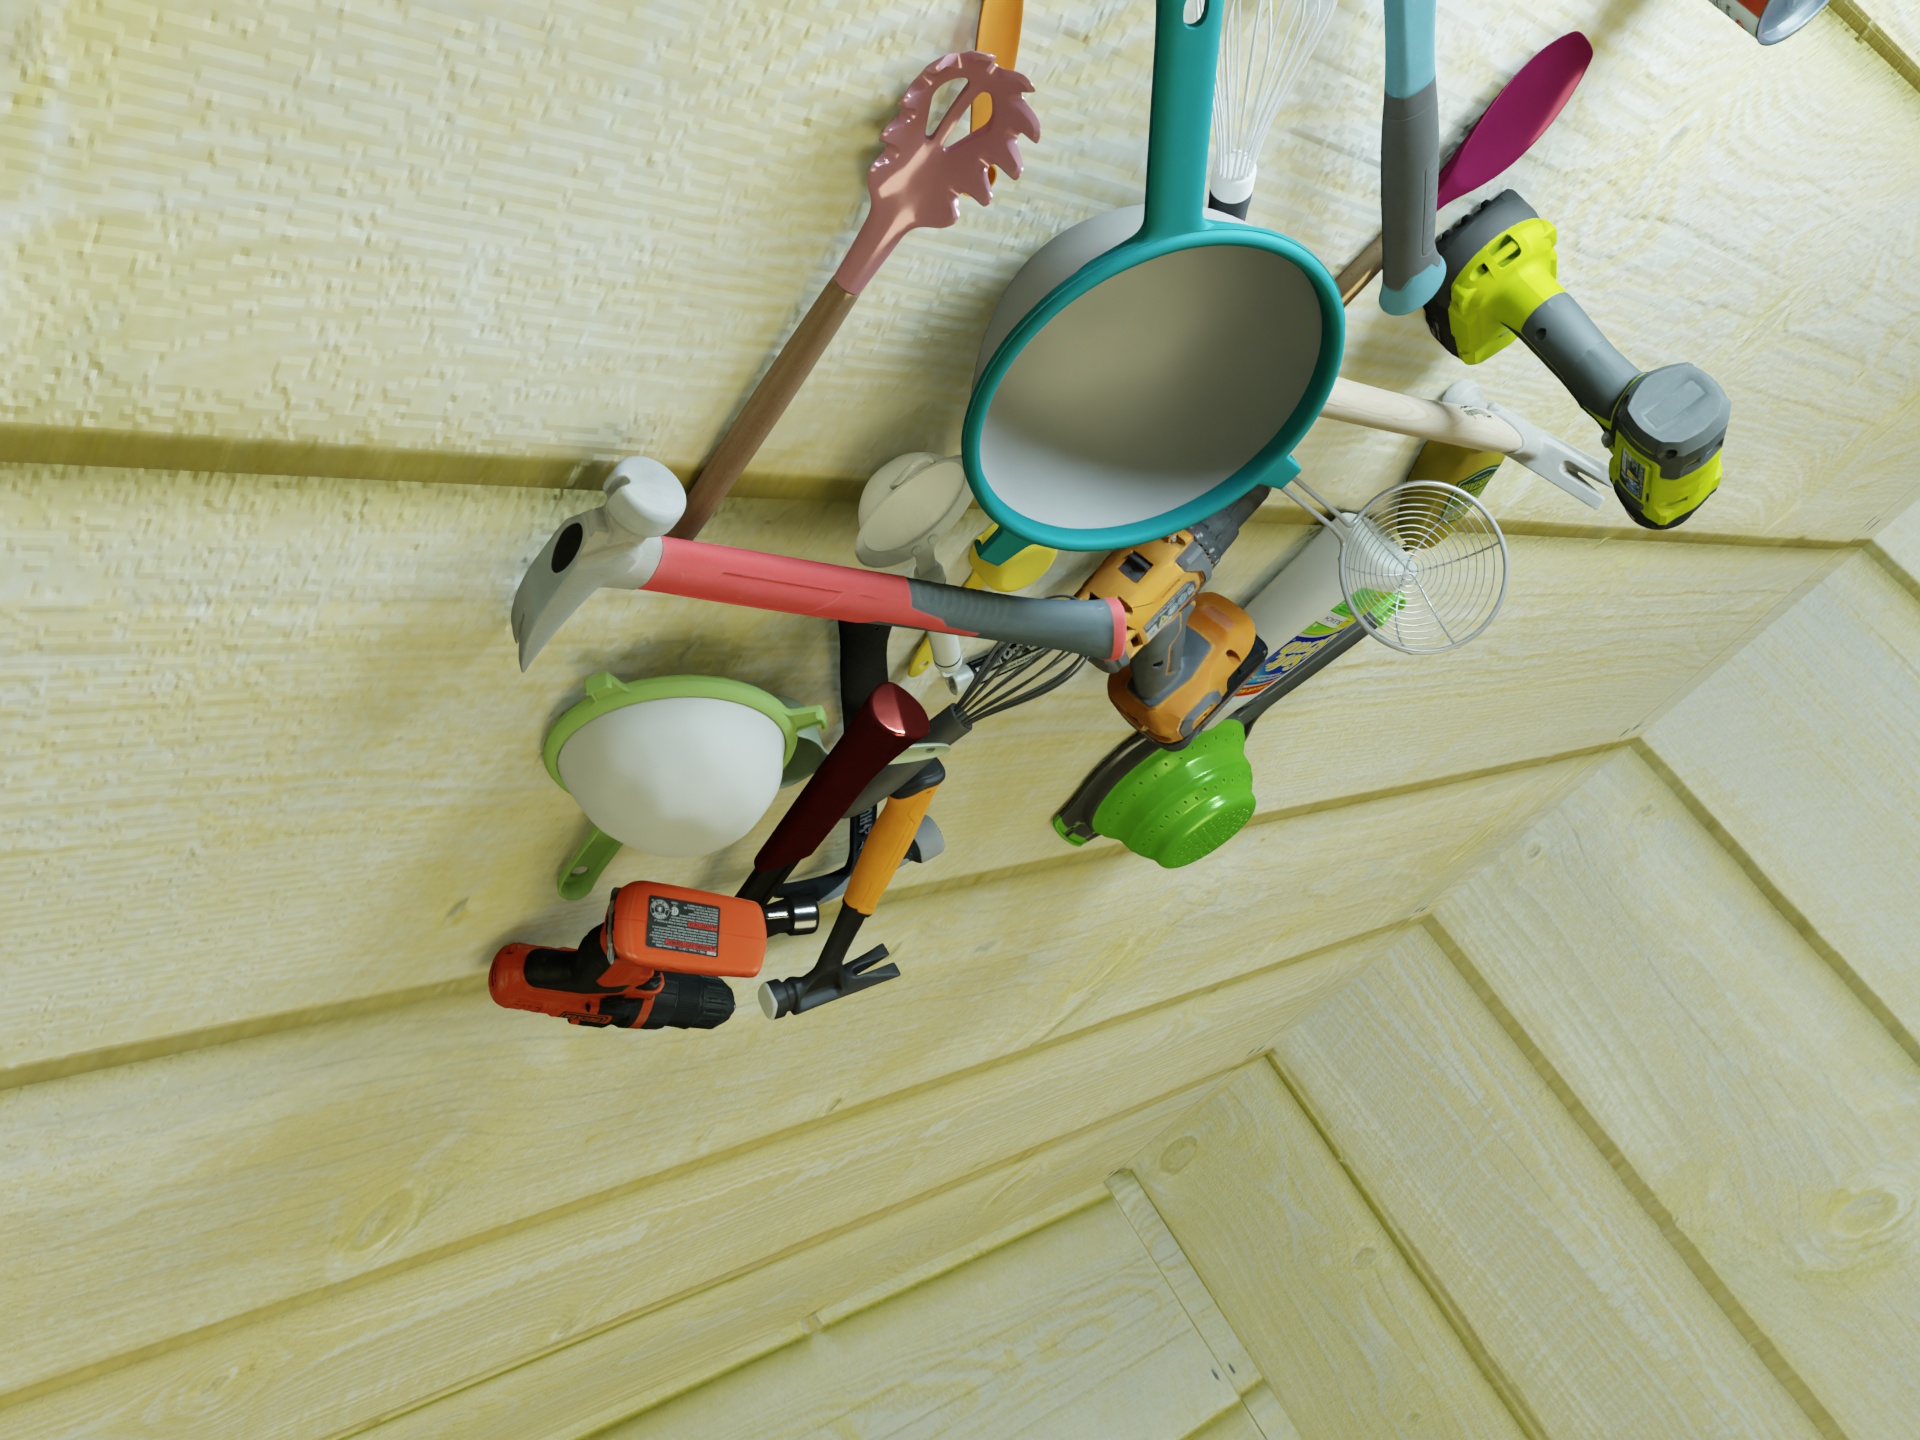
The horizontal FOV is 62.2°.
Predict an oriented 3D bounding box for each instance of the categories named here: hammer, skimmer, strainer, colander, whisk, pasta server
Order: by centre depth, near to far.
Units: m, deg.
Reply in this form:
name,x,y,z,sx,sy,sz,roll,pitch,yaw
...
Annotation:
name,x,y,z,sx,sy,sz,roll,pitch,yaw
pasta server,-0.068,-0.182,0.753,0.060,0.040,0.316,26,126,-23
strainer,0.086,-0.233,0.791,0.211,0.095,0.340,-16,144,-10
whisk,0.140,-0.292,0.791,0.070,0.070,0.284,-31,161,-8
hammer,0.241,-0.332,0.849,0.128,0.033,0.330,-33,152,-1
hammer,-0.056,-0.060,0.898,0.386,0.038,0.143,6,145,-42
strainer,-0.022,-0.092,0.953,0.087,0.050,0.258,-34,153,-12
strainer,-0.196,0.068,0.979,0.151,0.069,0.256,9,143,-32
hammer,0.300,-0.199,1.055,0.410,0.146,0.038,-4,127,-48
hammer,-0.117,0.077,1.068,0.149,0.037,0.359,-3,153,-27
skimmer,0.256,-0.148,1.075,0.363,0.090,0.127,23,91,-46
whisk,-0.003,-0.004,1.079,0.239,0.055,0.055,-38,156,21
hammer,-0.074,0.028,1.142,0.149,0.036,0.408,-25,154,-17
hammer,-0.068,0.131,1.253,0.127,0.034,0.336,-15,150,-30
colander,0.278,0.027,1.508,0.397,0.095,0.204,-37,156,6

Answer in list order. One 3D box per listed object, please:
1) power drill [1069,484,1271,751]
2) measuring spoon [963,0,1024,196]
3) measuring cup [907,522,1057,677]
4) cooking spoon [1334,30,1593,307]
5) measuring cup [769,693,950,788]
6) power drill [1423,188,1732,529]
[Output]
name,x,y,z,sx,sy,sz,roll,pitch,yaw
power drill,0.168,-0.087,1.173,0.185,0.084,0.226,-47,153,-4
measuring spoon,0.012,-0.284,0.703,0.021,0.011,0.116,-17,148,-19
measuring cup,0.012,-0.075,1.060,0.062,0.029,0.156,-6,142,-47
cooking spoon,0.261,-0.292,0.988,0.319,0.017,0.068,-46,150,23
measuring cup,-0.087,0.011,1.039,0.167,0.038,0.083,-3,150,-24
power drill,0.403,-0.225,1.039,0.080,0.223,0.171,-37,156,7
